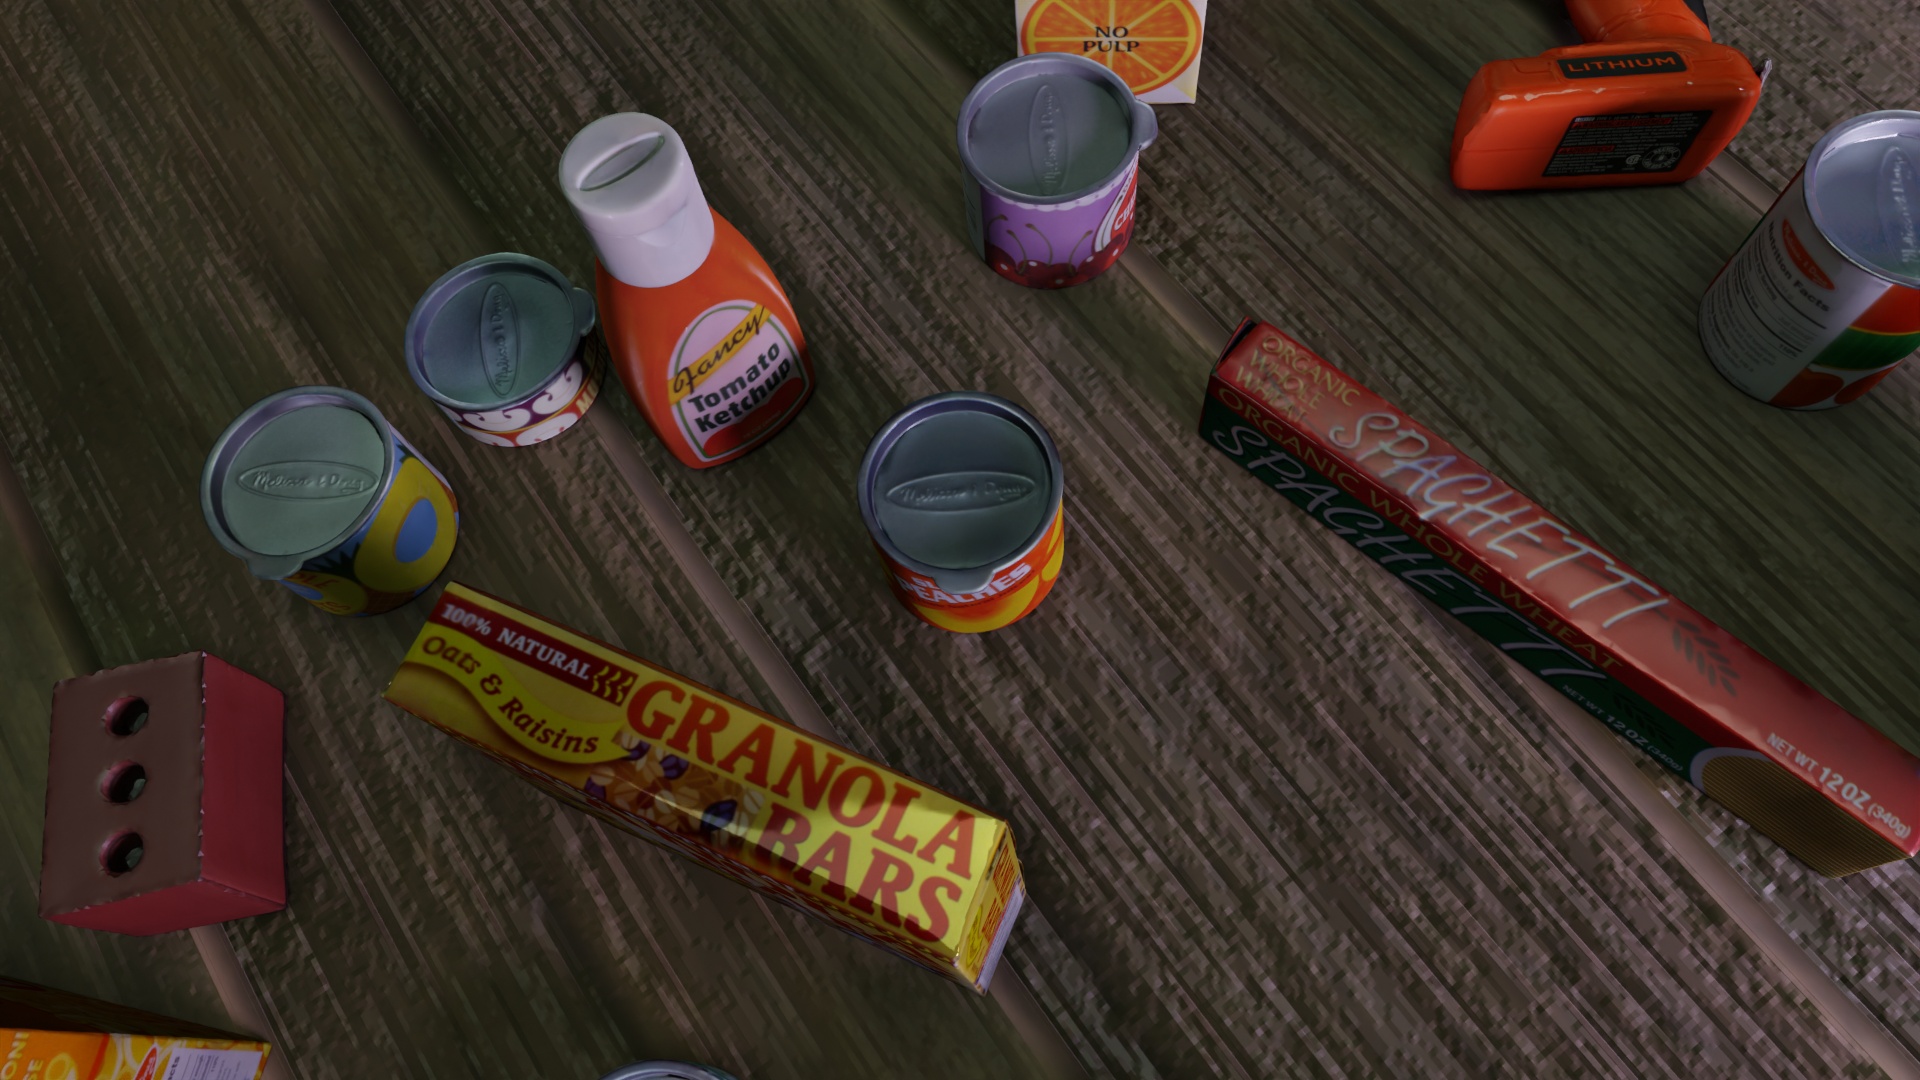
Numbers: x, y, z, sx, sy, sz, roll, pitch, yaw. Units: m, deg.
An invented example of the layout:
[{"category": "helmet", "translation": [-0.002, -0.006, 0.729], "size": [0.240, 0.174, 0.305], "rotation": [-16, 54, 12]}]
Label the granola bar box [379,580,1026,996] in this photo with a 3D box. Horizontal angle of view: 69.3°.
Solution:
[{"category": "granola bar box", "translation": [-0.064, 0.076, 0.402], "size": [0.166, 0.123, 0.039], "rotation": [21, 71, 12]}]

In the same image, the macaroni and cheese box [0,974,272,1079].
[{"category": "macaroni and cheese box", "translation": [-0.290, 0.137, 0.372], "size": [0.124, 0.166, 0.040], "rotation": [10, 69, 8]}]

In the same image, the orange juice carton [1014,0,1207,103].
[{"category": "orange juice carton", "translation": [0.054, -0.244, 0.488], "size": [0.073, 0.192, 0.072], "rotation": [1, 68, 5]}]

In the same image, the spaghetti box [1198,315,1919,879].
[{"category": "spaghetti box", "translation": [0.183, 0.015, 0.448], "size": [0.250, 0.050, 0.029], "rotation": [38, 76, 18]}]

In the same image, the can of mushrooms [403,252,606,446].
[{"category": "can of mushrooms", "translation": [-0.167, -0.071, 0.520], "size": [0.071, 0.033, 0.071], "rotation": [-2, 68, 4]}]

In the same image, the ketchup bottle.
[{"category": "ketchup bottle", "translation": [-0.090, -0.079, 0.455], "size": [0.065, 0.148, 0.043], "rotation": [-37, 70, -10]}]

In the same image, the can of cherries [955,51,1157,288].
[{"category": "can of cherries", "translation": [0.036, -0.136, 0.517], "size": [0.071, 0.058, 0.072], "rotation": [-2, 68, 4]}]

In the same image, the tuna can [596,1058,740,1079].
[{"category": "tuna can", "translation": [-0.084, 0.187, 0.407], "size": [0.071, 0.032, 0.071], "rotation": [-2, 68, 4]}]

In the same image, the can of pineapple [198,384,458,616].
[{"category": "can of pineapple", "translation": [-0.219, -0.011, 0.486], "size": [0.071, 0.057, 0.071], "rotation": [-2, 68, 4]}]

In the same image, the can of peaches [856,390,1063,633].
[{"category": "can of peaches", "translation": [0.002, -0.006, 0.466], "size": [0.071, 0.058, 0.071], "rotation": [-2, 68, 4]}]

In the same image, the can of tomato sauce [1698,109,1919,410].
[{"category": "can of tomato sauce", "translation": [0.299, -0.091, 0.465], "size": [0.071, 0.082, 0.071], "rotation": [-2, 68, 4]}]
